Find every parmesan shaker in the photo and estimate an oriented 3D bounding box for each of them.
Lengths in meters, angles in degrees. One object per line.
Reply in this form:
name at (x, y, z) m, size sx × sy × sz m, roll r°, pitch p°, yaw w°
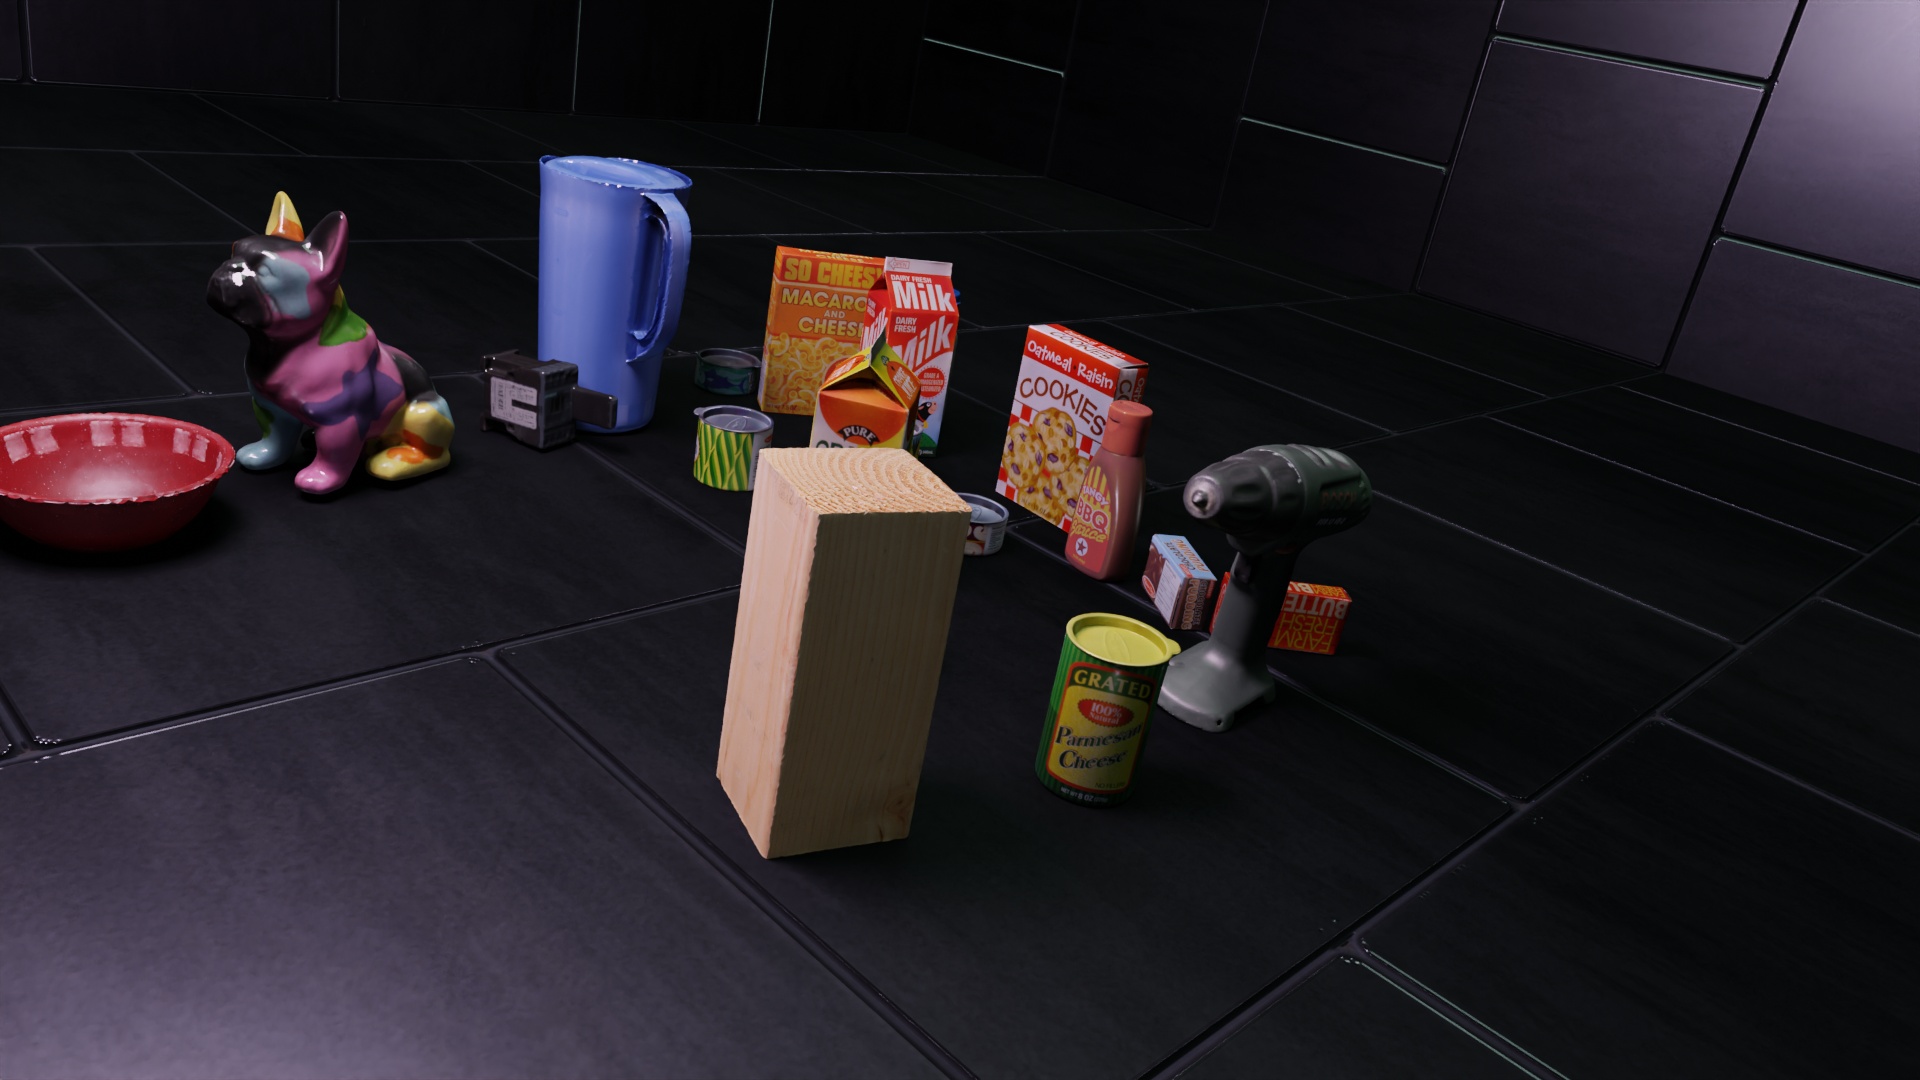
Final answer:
parmesan shaker at (0.091, 0.106, 0.864) m, size 0.071 × 0.102 × 0.071 m, roll 9°, pitch 22°, yaw -4°

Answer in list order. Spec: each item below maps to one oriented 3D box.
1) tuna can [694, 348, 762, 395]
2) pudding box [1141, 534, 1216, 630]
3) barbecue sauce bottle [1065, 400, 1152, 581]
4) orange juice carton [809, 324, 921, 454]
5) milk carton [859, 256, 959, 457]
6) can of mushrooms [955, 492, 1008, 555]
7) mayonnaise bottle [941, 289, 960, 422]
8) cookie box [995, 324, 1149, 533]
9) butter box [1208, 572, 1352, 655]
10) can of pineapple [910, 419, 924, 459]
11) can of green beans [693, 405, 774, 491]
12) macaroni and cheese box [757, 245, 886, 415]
tuna can at (-0.246, -0.179, 1.475) m, size 0.071 × 0.032 × 0.071 m, roll 9°, pitch 23°, yaw -4°
pudding box at (0.179, 0.033, 1.145) m, size 0.030 × 0.049 × 0.084 m, roll 5°, pitch 23°, yaw -14°
barbecue sauce bottle at (0.129, -0.043, 1.175) m, size 0.044 × 0.148 × 0.065 m, roll -4°, pitch 27°, yaw -33°
orange juice carton at (-0.078, -0.068, 1.084) m, size 0.073 × 0.191 × 0.072 m, roll 12°, pitch 22°, yaw 2°
milk carton at (-0.055, -0.182, 1.366) m, size 0.072 × 0.189 × 0.073 m, roll 0°, pitch 25°, yaw -25°
can of mushrooms at (0.004, -0.015, 1.201) m, size 0.071 × 0.033 × 0.071 m, roll 9°, pitch 23°, yaw -4°
mayonnaise bottle at (-0.030, -0.190, 1.450) m, size 0.041 × 0.147 × 0.065 m, roll 19°, pitch 23°, yaw 18°
cookie box at (0.100, -0.101, 1.274) m, size 0.040 × 0.166 × 0.123 m, roll -9°, pitch 29°, yaw -40°
butter box at (0.256, 0.059, 1.115) m, size 0.103 × 0.053 × 0.024 m, roll 7°, pitch 22°, yaw -8°
can of pineapple at (-0.070, -0.082, 1.295) m, size 0.071 × 0.057 × 0.071 m, roll 9°, pitch 22°, yaw -4°
can of green beans at (-0.202, -0.082, 1.234) m, size 0.071 × 0.057 × 0.071 m, roll 9°, pitch 22°, yaw -4°
macaroni and cheese box at (-0.137, -0.212, 1.430) m, size 0.124 × 0.165 × 0.040 m, roll 3°, pitch 23°, yaw -18°
